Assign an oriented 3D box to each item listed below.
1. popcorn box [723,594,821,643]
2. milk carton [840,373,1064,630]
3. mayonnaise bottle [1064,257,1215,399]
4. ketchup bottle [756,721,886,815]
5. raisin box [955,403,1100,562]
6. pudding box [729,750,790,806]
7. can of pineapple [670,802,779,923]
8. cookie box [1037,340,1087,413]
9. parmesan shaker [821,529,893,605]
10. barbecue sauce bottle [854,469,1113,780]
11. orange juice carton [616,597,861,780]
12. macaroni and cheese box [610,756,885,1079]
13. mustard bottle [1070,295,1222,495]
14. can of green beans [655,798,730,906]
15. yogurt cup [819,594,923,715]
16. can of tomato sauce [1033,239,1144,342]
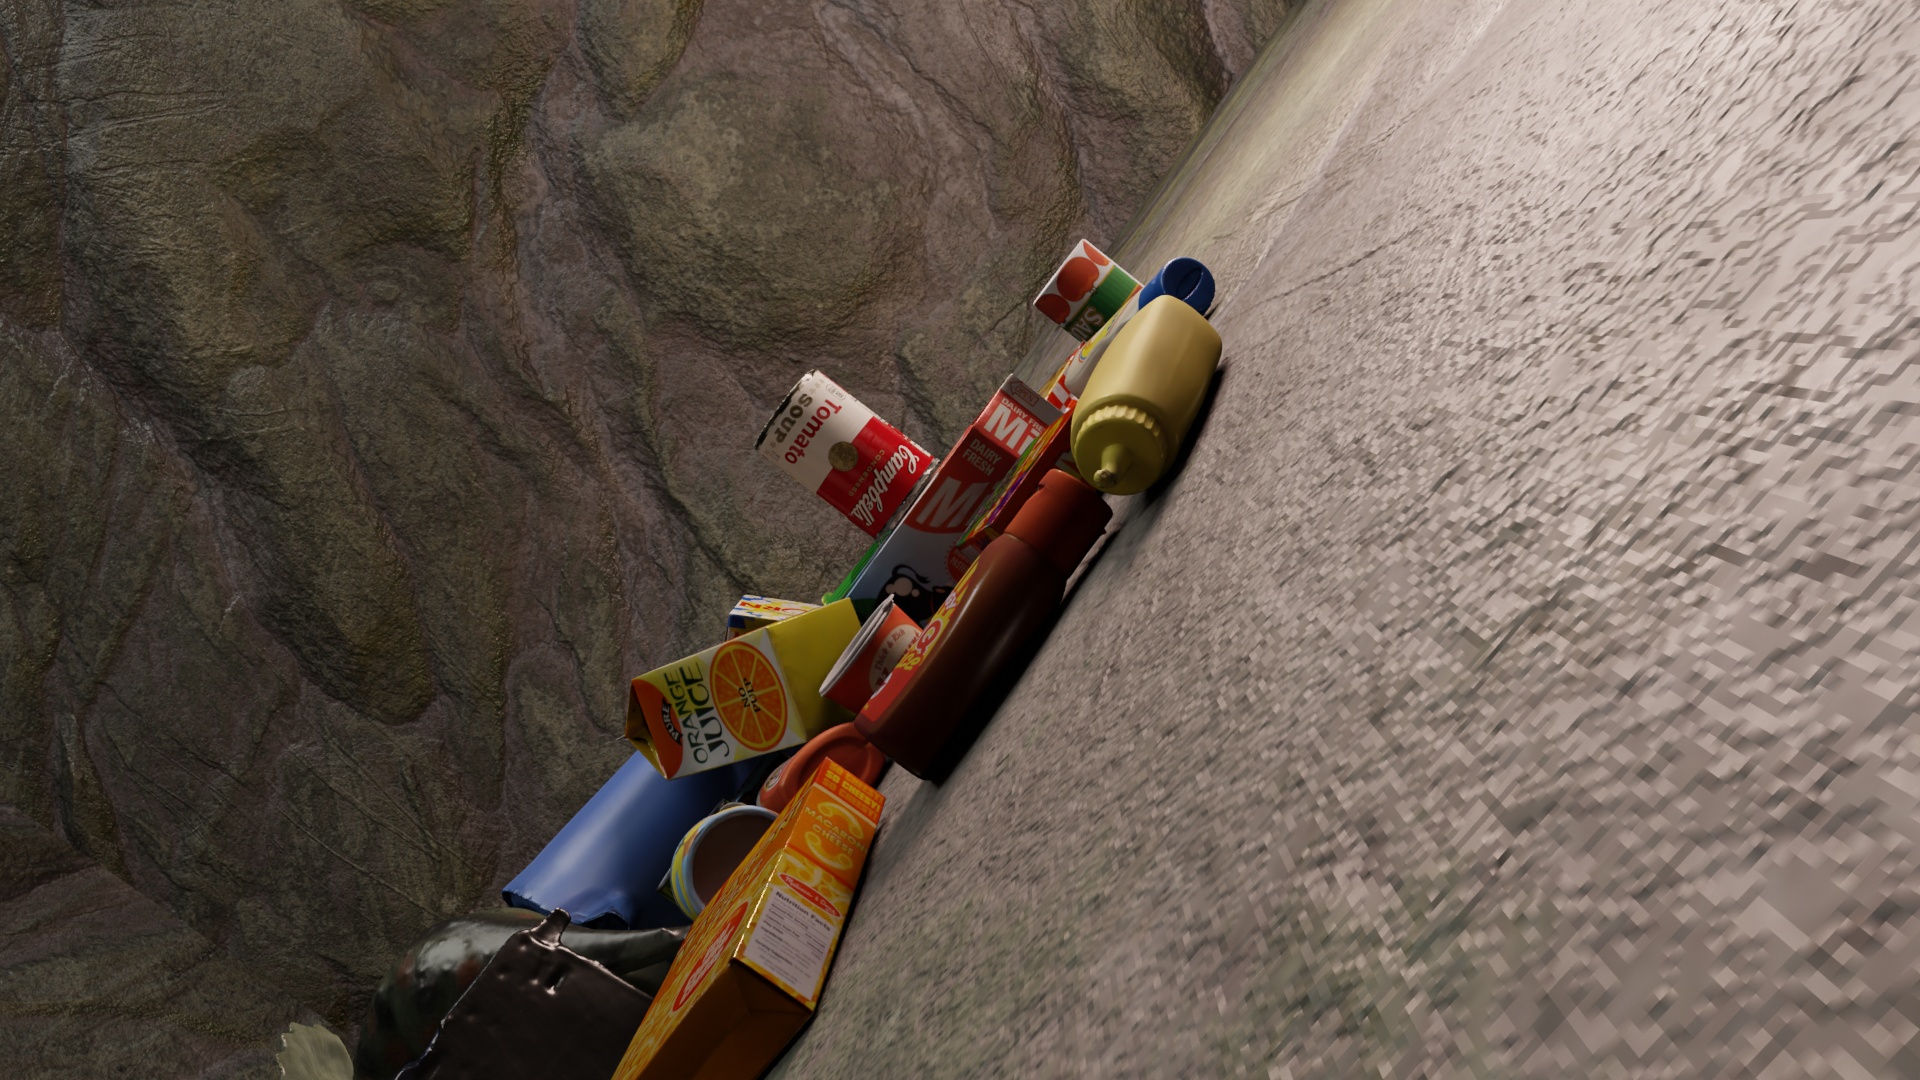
[{"bbox_3d":[-0.101,0.071,0.995,0.085,0.127,0.038,-101,20,-83],"label":"popcorn box"},{"bbox_3d":[0.003,-0.011,0.900,0.190,0.072,0.073,-53,4,2],"label":"milk carton"},{"bbox_3d":[0.116,-0.135,0.895,0.065,0.041,0.147,-53,4,-22],"label":"mayonnaise bottle"},{"bbox_3d":[-0.089,0.146,0.810,0.065,0.043,0.148,-39,-2,-25],"label":"ketchup bottle"},{"bbox_3d":[0.044,-0.024,0.793,0.086,0.040,0.123,-53,3,-11],"label":"raisin box"},{"bbox_3d":[-0.127,0.181,0.901,0.084,0.049,0.030,-54,6,-11],"label":"pudding box"},{"bbox_3d":[-0.118,0.174,0.738,0.071,0.071,0.057,-55,6,-23],"label":"can of pineapple"},{"bbox_3d":[0.045,-0.062,1.071,0.166,0.040,0.123,-48,7,41],"label":"cookie box"},{"bbox_3d":[-0.075,0.044,1.271,0.102,0.071,0.072,-50,6,37],"label":"parmesan shaker"},{"bbox_3d":[0.012,0.037,0.627,0.148,0.043,0.065,-53,4,-6],"label":"barbecue sauce bottle"},{"bbox_3d":[-0.142,0.101,0.887,0.192,0.073,0.072,-22,-2,43],"label":"orange juice carton"},{"bbox_3d":[-0.094,0.184,0.604,0.123,0.040,0.167,-52,5,18],"label":"macaroni and cheese box"},{"bbox_3d":[0.080,-0.059,0.634,0.065,0.049,0.161,-50,6,35],"label":"mustard bottle"},{"bbox_3d":[-0.137,0.197,0.823,0.071,0.058,0.071,-53,4,6],"label":"can of green beans"},{"bbox_3d":[-0.041,0.075,0.796,0.072,0.054,0.072,-53,4,6],"label":"yogurt cup"},{"bbox_3d":[0.108,-0.185,1.092,0.071,0.083,0.071,-52,4,6],"label":"can of tomato sauce"}]
